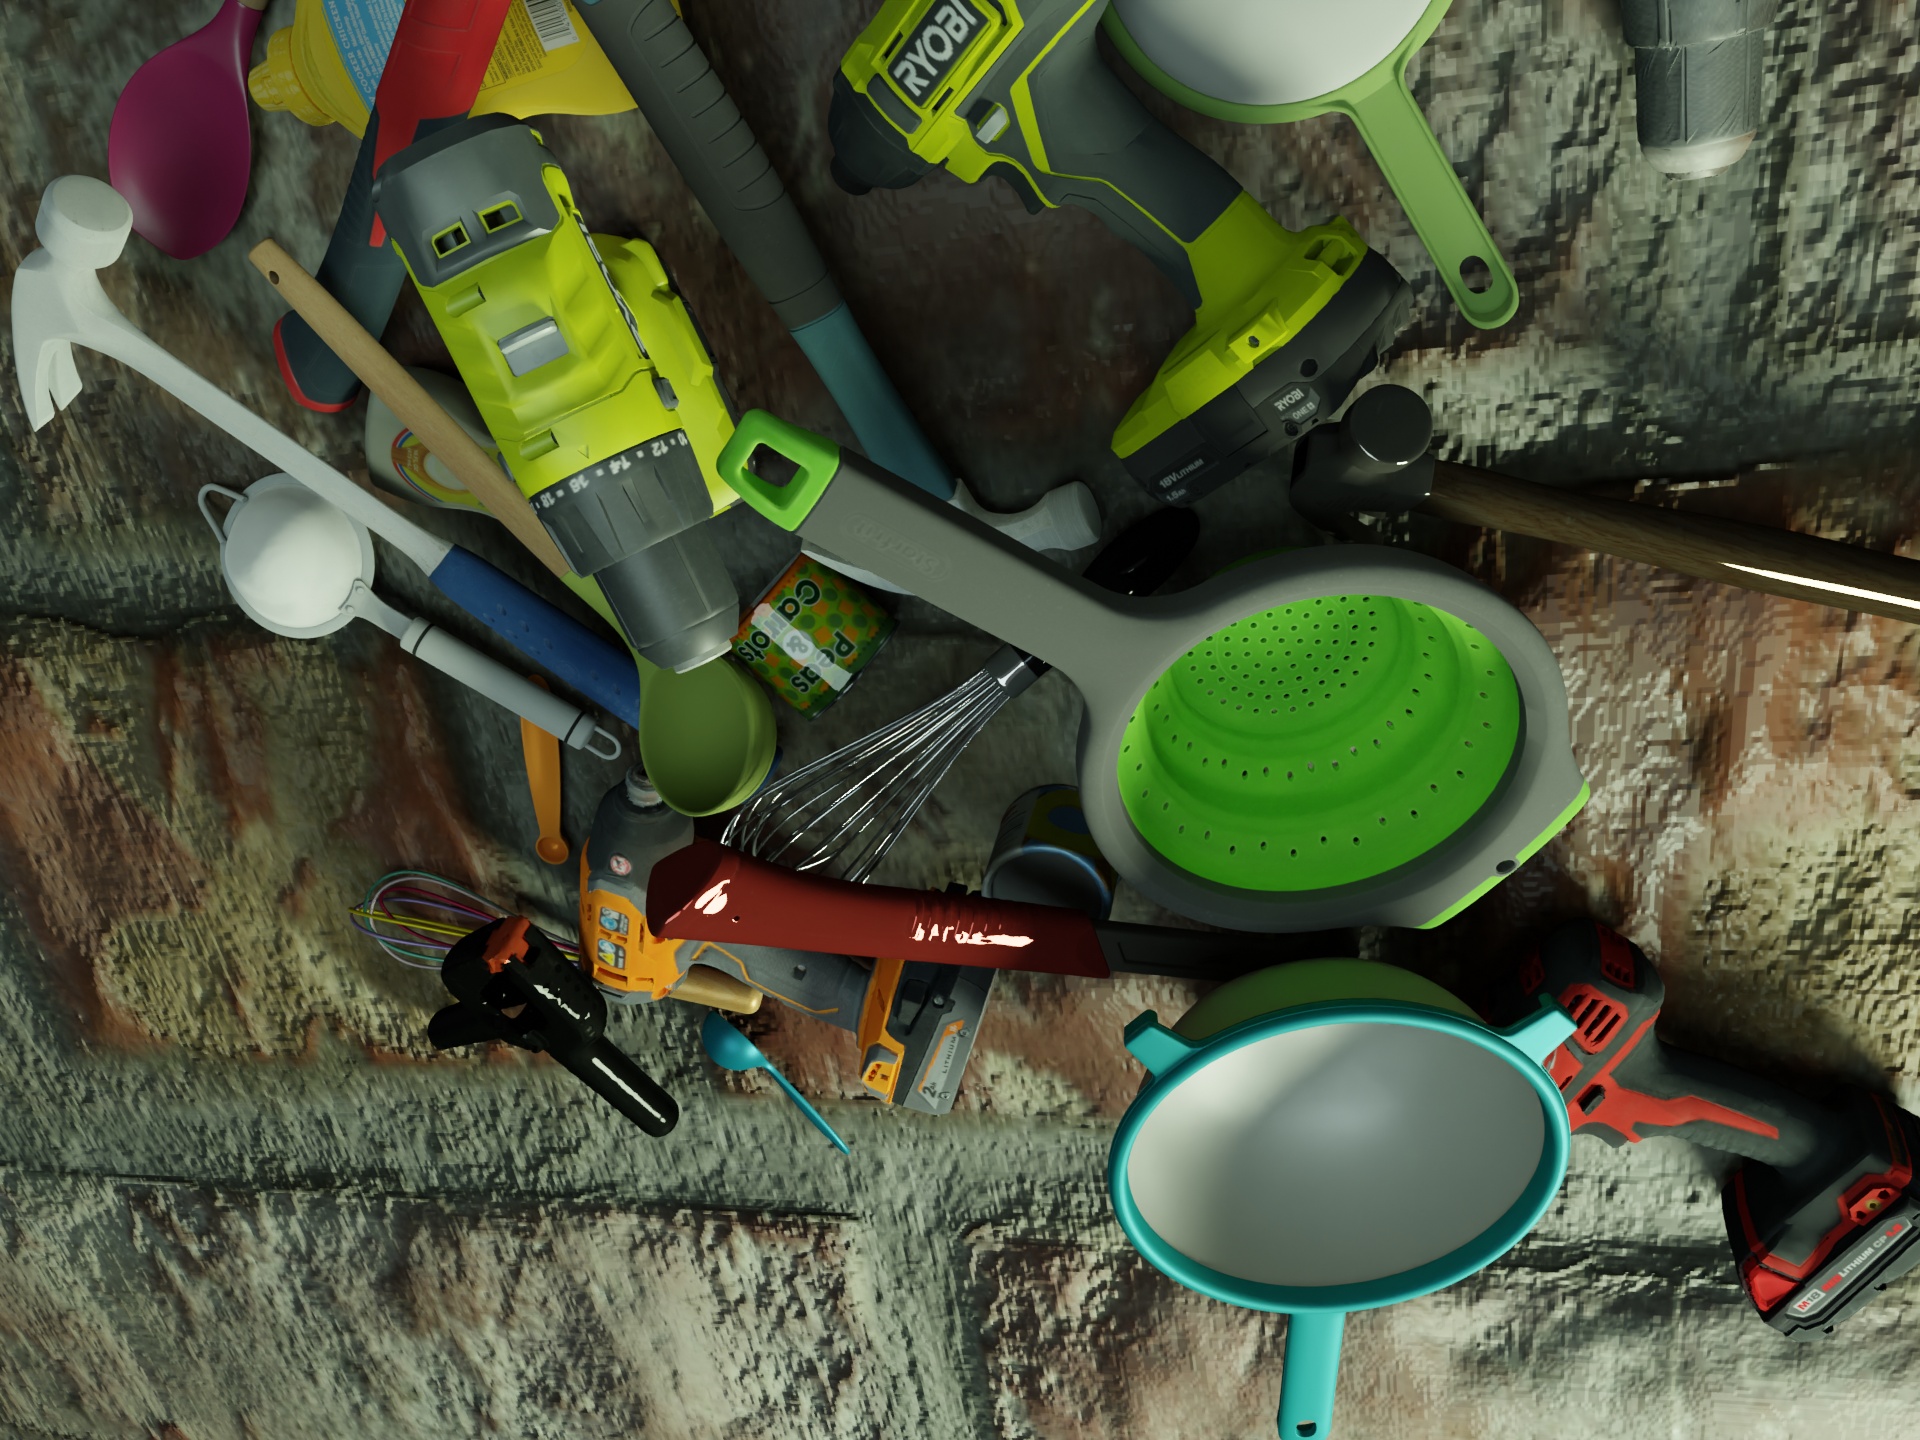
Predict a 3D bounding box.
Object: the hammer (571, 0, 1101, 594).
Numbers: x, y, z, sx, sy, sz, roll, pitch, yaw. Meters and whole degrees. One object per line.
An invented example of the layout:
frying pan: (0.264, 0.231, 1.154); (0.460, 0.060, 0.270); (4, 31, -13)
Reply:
hammer: (-0.067, -0.183, 0.668); (0.128, 0.033, 0.330); (-19, 125, 23)

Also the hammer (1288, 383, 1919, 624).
hammer: (0.295, -0.072, 0.648); (0.331, 0.130, 0.031); (11, 84, -4)

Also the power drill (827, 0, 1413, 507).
power drill: (0.052, -0.199, 0.625); (0.223, 0.080, 0.171); (45, 148, -10)

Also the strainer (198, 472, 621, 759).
strainer: (-0.290, -0.049, 0.827); (0.258, 0.050, 0.087); (31, 105, -6)

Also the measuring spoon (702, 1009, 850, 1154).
measuring spoon: (-0.110, 0.220, 0.936); (0.128, 0.021, 0.042); (51, 160, -21)

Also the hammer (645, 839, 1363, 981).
hammer: (0.028, 0.108, 0.747); (0.358, 0.037, 0.149); (9, 123, -26)

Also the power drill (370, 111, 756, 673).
power drill: (-0.136, -0.120, 0.625); (0.080, 0.228, 0.190); (-25, 101, 1)

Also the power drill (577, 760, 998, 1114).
power drill: (-0.093, 0.108, 0.832); (0.226, 0.084, 0.164); (19, 134, 6)

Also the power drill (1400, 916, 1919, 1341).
power drill: (0.344, 0.218, 0.804); (0.226, 0.080, 0.187); (29, 121, 0)

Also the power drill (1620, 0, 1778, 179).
power drill: (0.331, -0.287, 0.525); (0.226, 0.084, 0.185); (-2, 118, 19)

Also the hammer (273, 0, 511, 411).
hammer: (-0.198, -0.234, 0.625); (0.143, 0.038, 0.386); (38, 140, -10)

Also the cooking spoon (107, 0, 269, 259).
cooking spoon: (-0.297, -0.333, 0.686); (0.068, 0.017, 0.318); (37, 121, -9)

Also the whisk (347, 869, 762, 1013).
whisk: (-0.234, 0.132, 0.920); (0.245, 0.051, 0.047); (12, 144, 2)

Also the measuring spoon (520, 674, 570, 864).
measuring spoon: (-0.227, 0.027, 0.875); (0.021, 0.011, 0.116); (6, 116, 9)

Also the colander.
colander: (0.082, -0.042, 0.669); (0.396, 0.095, 0.204); (26, 124, -22)

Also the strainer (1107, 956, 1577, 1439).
strainer: (0.177, 0.236, 0.803); (0.211, 0.095, 0.340); (-3, 126, 2)

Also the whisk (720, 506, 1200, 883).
whisk: (-0.001, -0.002, 0.737); (0.284, 0.070, 0.070); (-40, 104, 5)

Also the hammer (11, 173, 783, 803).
hammer: (-0.263, -0.082, 0.771); (0.405, 0.035, 0.144); (36, 137, -18)

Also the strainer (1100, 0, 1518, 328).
strainer: (0.143, -0.251, 0.593); (0.151, 0.069, 0.256); (-28, 107, 25)

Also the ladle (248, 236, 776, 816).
ladle: (-0.200, -0.082, 0.717); (0.078, 0.062, 0.320); (-29, 112, 34)
